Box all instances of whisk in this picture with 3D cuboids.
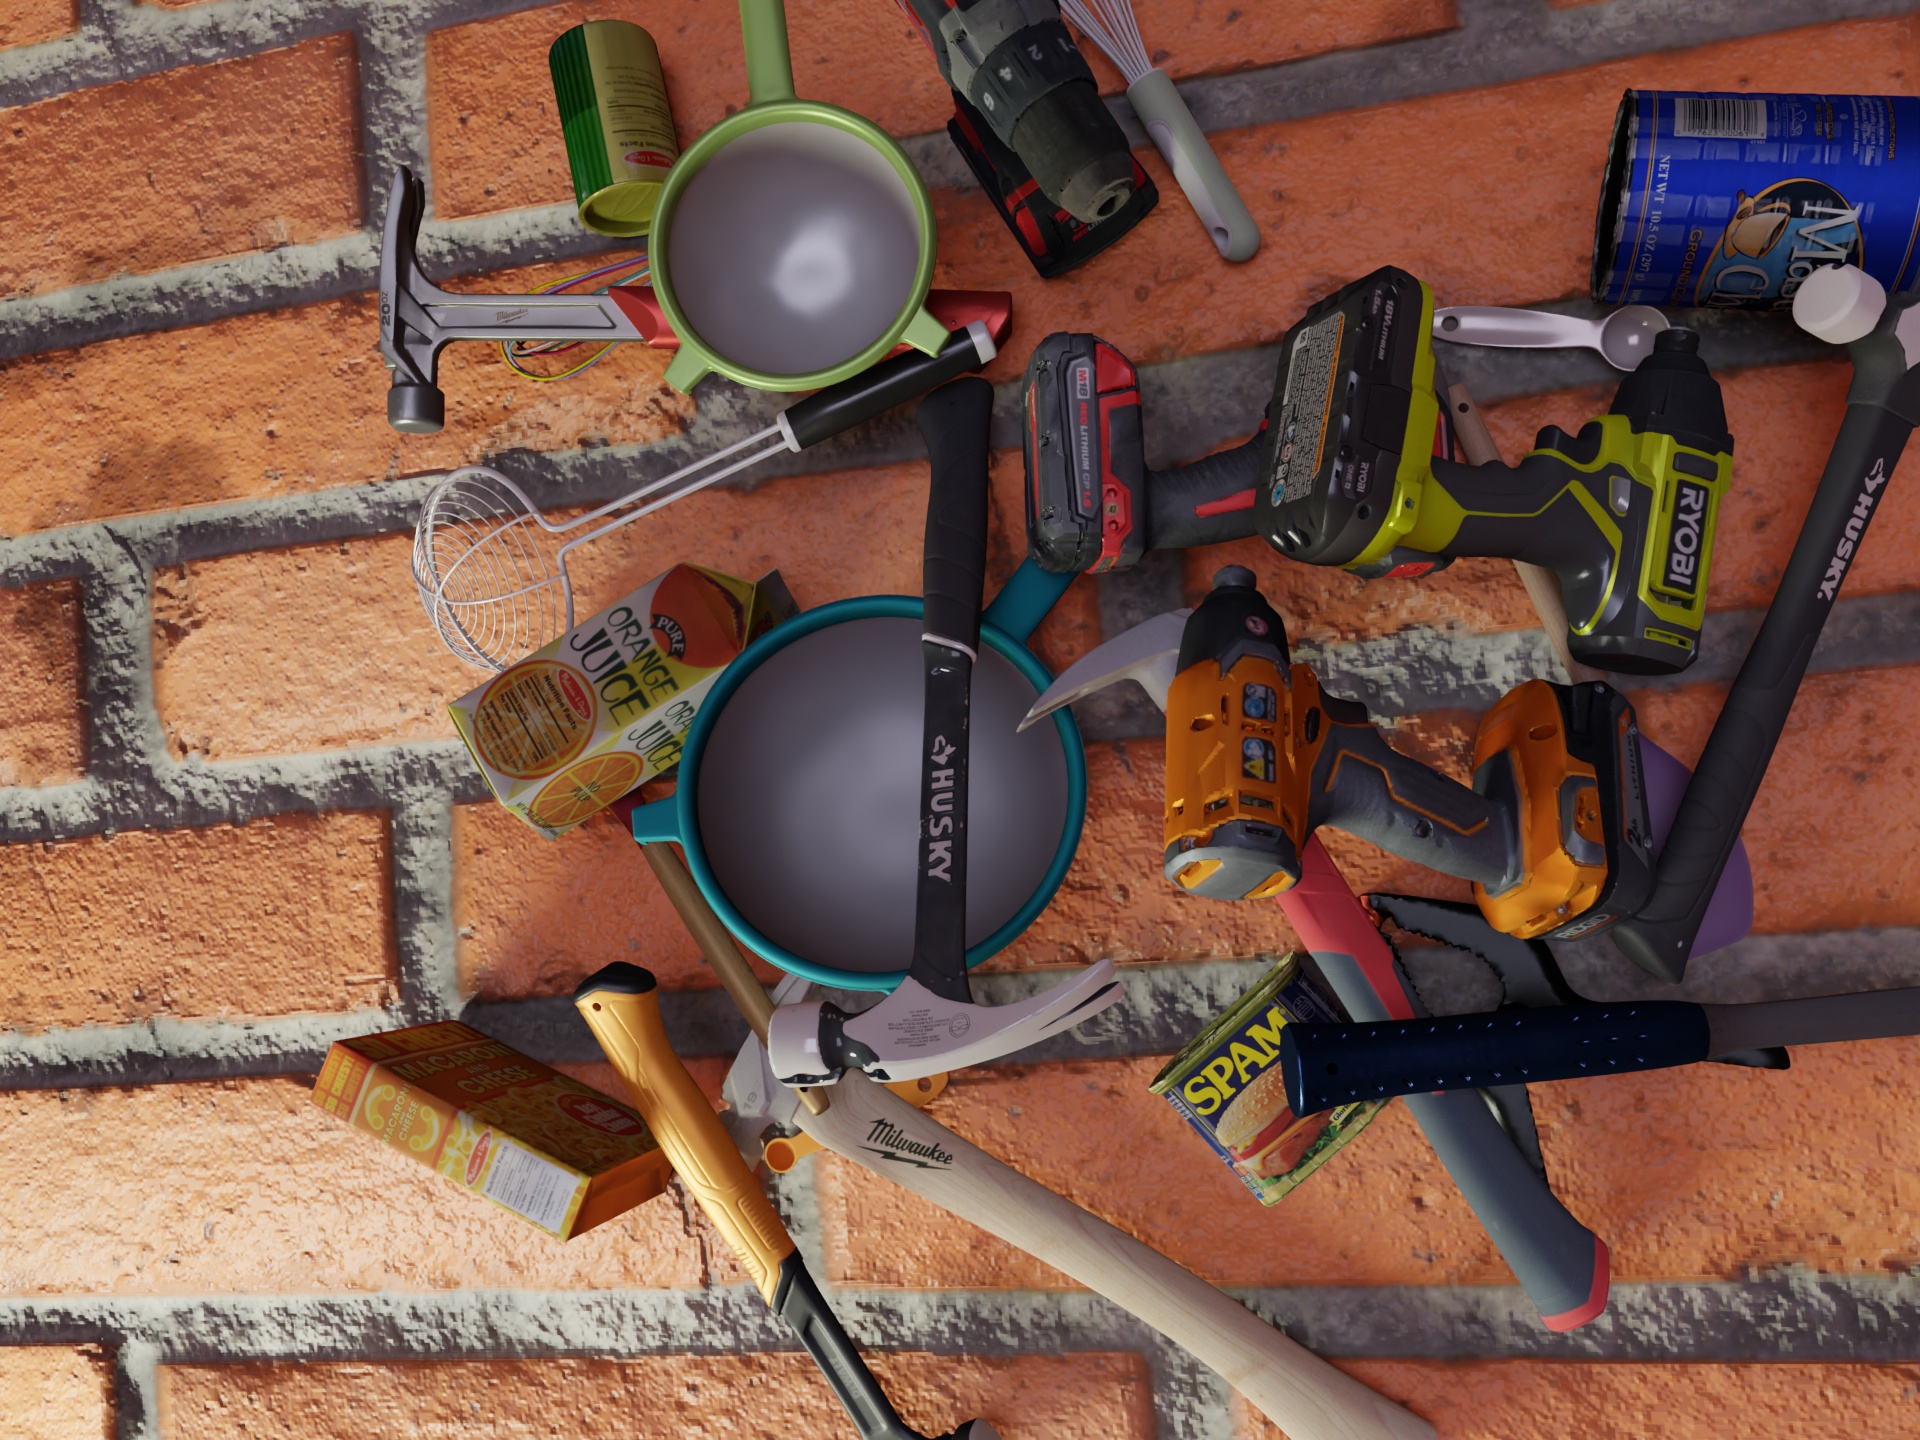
[{"bbox_3d":[0.098,-0.359,0.880,0.059,0.058,0.246,-27,84,-20],"label":"whisk"},{"bbox_3d":[-0.169,-0.276,0.942,0.245,0.051,0.047,-29,74,7],"label":"whisk"}]

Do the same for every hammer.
[{"bbox_3d":[0.394,-0.031,0.757,0.146,0.035,0.335,15,98,-28],"label":"hammer"},{"bbox_3d":[-0.001,-0.021,0.773,0.149,0.036,0.409,-8,52,14],"label":"hammer"},{"bbox_3d":[0.062,0.267,0.845,0.411,0.038,0.146,28,89,12],"label":"hammer"},{"bbox_3d":[-0.150,-0.238,0.902,0.359,0.036,0.149,1,89,4],"label":"hammer"},{"bbox_3d":[-0.112,0.281,0.847,0.127,0.034,0.337,-30,92,20],"label":"hammer"},{"bbox_3d":[0.350,0.136,0.733,0.405,0.035,0.144,-5,85,-3],"label":"hammer"},{"bbox_3d":[0.179,0.121,0.773,0.143,0.038,0.386,-26,77,-21],"label":"hammer"}]

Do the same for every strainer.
[{"bbox_3d":[-0.001,-0.003,0.867,0.211,0.095,0.340,34,74,14],"label":"strainer"},{"bbox_3d":[-0.091,-0.296,0.848,0.151,0.069,0.256,-8,87,6],"label":"strainer"}]

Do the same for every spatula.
[{"bbox_3d":[0.320,-0.031,0.815,0.060,0.018,0.316,-24,82,6],"label":"spatula"}]

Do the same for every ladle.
[{"bbox_3d":[-0.160,0.089,0.897,0.069,0.031,0.316,-37,68,2],"label":"ladle"}]

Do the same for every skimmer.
[{"bbox_3d":[-0.148,-0.136,0.901,0.363,0.090,0.127,-24,94,4],"label":"skimmer"}]

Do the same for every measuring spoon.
[{"bbox_3d":[0.306,-0.204,0.836,0.124,0.018,0.034,11,94,21],"label":"measuring spoon"},{"bbox_3d":[-0.058,0.224,0.897,0.117,0.011,0.021,-28,80,7],"label":"measuring spoon"}]

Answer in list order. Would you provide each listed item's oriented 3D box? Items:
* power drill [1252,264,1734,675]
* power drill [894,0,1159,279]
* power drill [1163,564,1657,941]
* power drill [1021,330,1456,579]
[{"bbox_3d":[0.264,-0.128,0.763,0.223,0.080,0.171,13,84,-16],"label":"power drill"},{"bbox_3d":[0.039,-0.301,0.795,0.080,0.226,0.188,-33,79,10],"label":"power drill"},{"bbox_3d":[0.205,0.014,0.757,0.226,0.084,0.164,11,63,-12],"label":"power drill"},{"bbox_3d":[0.145,-0.144,0.817,0.219,0.078,0.143,-1,87,-4],"label":"power drill"}]
